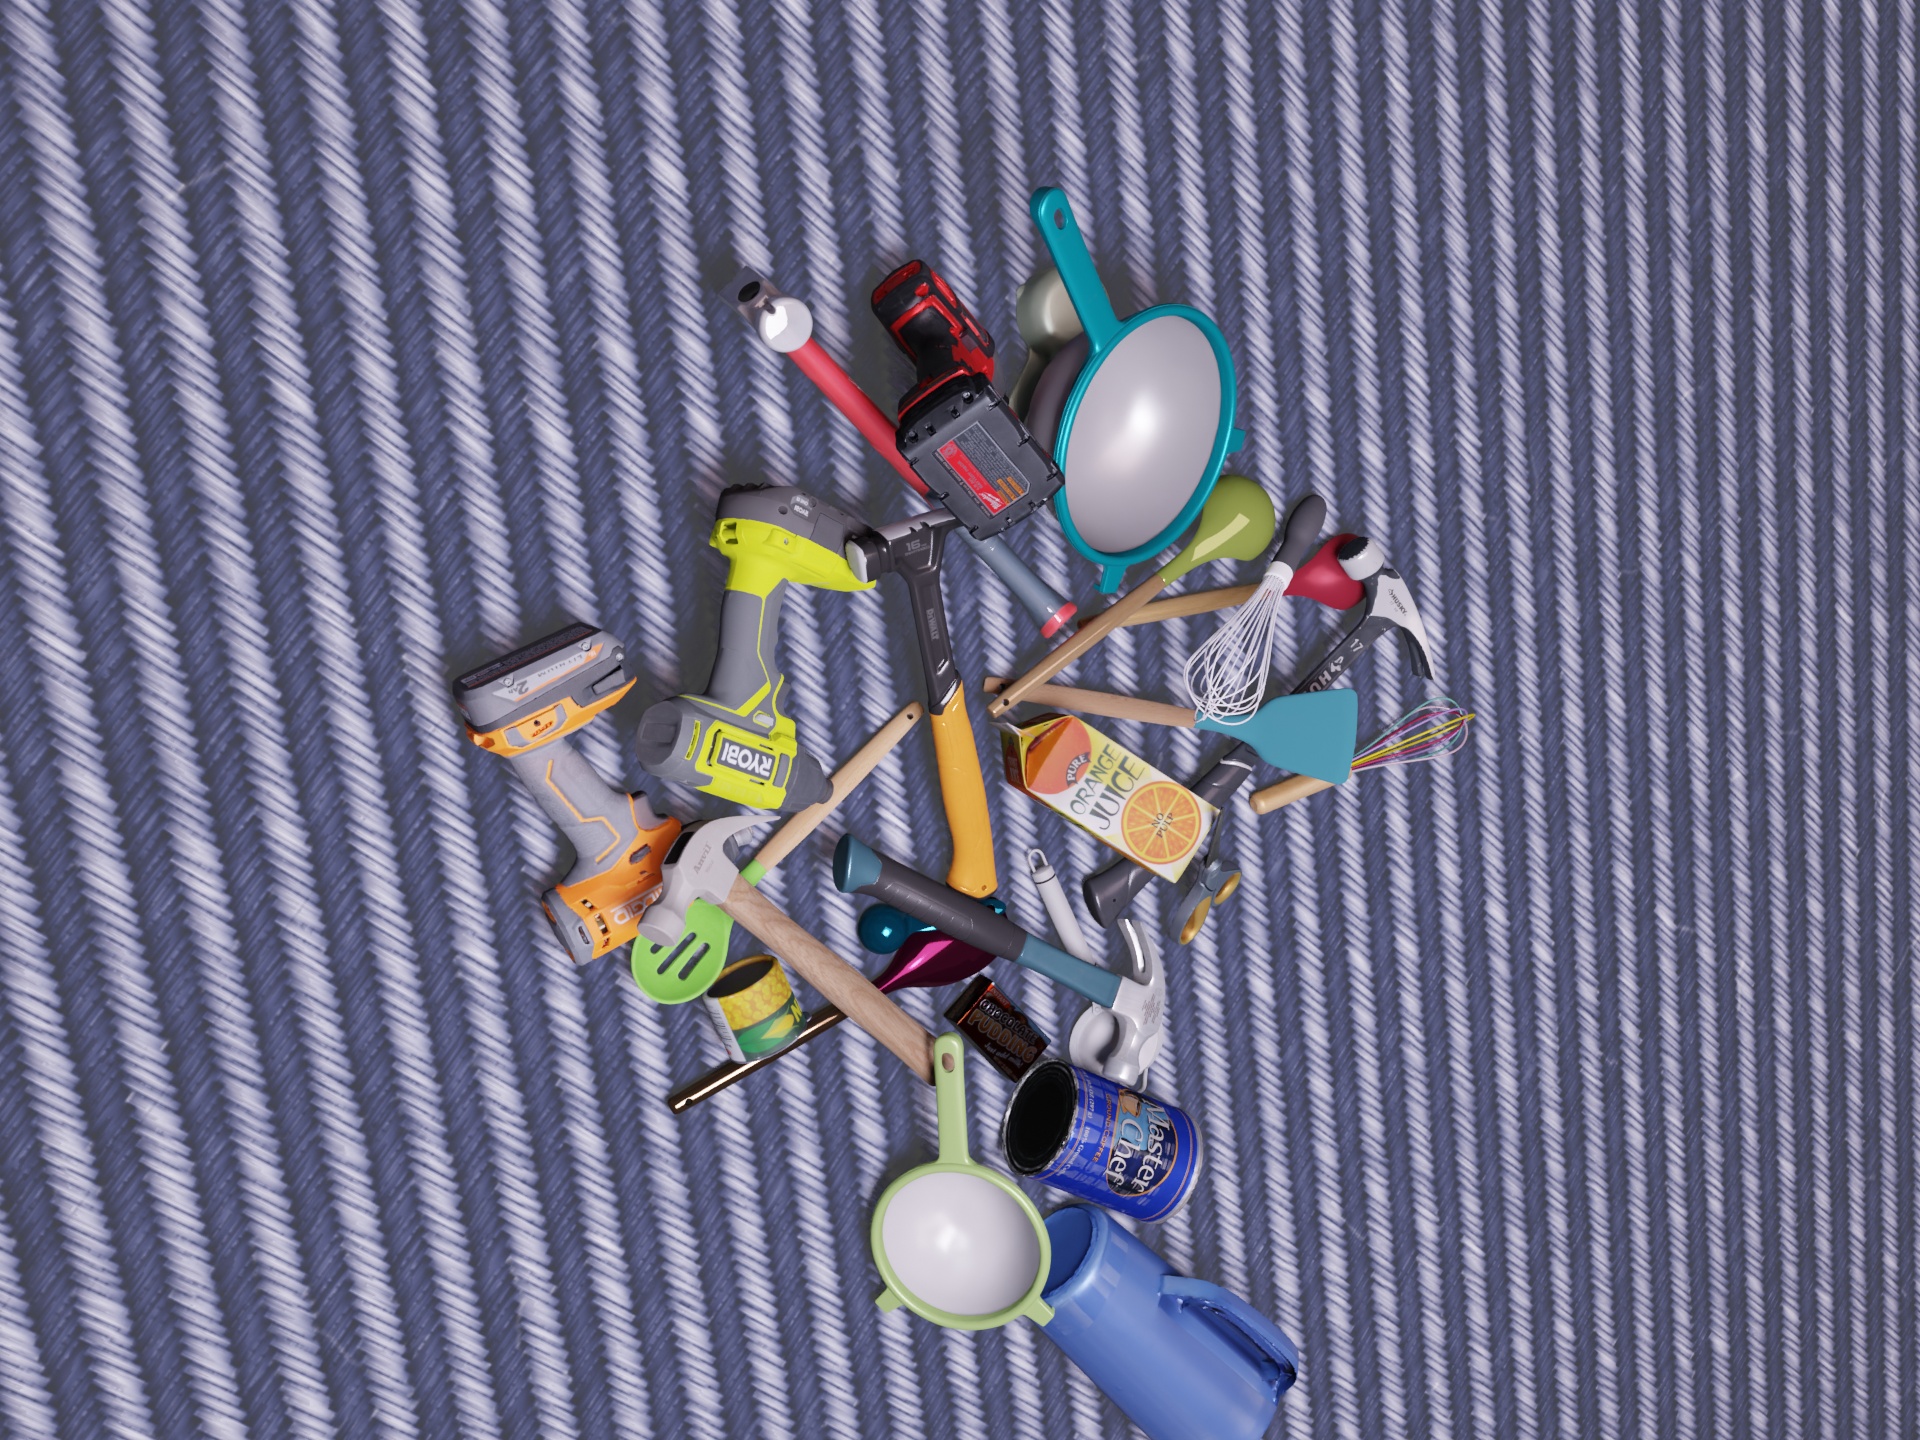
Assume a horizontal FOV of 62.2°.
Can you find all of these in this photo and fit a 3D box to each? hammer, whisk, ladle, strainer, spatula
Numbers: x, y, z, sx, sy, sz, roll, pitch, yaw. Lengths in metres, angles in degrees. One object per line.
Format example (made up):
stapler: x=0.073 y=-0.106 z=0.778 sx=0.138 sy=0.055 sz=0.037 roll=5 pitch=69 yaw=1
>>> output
hammer: x=-0.107 y=0.188 z=1.227 sx=0.331 sy=0.031 sz=0.130 roll=46 pitch=52 yaw=-35
whisk: x=0.374 y=0.034 z=1.468 sx=0.245 sy=0.047 sz=0.051 roll=-20 pitch=105 yaw=-18
ladle: x=0.143 y=-0.102 z=1.339 sx=0.320 sy=0.062 sz=0.078 roll=-38 pitch=100 yaw=-14
strainer: x=0.002 y=0.371 z=1.313 sx=0.151 sy=0.069 sz=0.256 roll=-1 pitch=101 yaw=13
hammer: x=-0.002 y=-0.004 z=1.249 sx=0.127 sy=0.034 sz=0.336 roll=-21 pitch=120 yaw=-21
spatula: x=0.175 y=-0.008 z=1.334 sx=0.317 sy=0.044 sz=0.082 roll=9 pitch=85 yaw=-10
strainer: x=0.097 y=-0.275 z=1.234 sx=0.211 sy=0.095 sz=0.340 roll=-48 pitch=137 yaw=-15
ladle: x=0.244 y=-0.112 z=1.401 sx=0.315 sy=0.031 sz=0.069 roll=-12 pitch=101 yaw=-21
hammer: x=0.259 y=0.029 z=1.402 sx=0.409 sy=0.036 sz=0.149 roll=-45 pitch=113 yaw=-8
hammer: x=-0.038 y=-0.198 z=1.235 sx=0.038 sy=0.143 sz=0.385 roll=-45 pitch=124 yaw=3
strainer: x=0.112 y=0.225 z=1.375 sx=0.087 sy=0.050 sz=0.258 roll=-26 pitch=103 yaw=-5
hammer: x=0.036 y=0.179 z=1.289 sx=0.330 sy=0.033 sz=0.128 roll=29 pitch=73 yaw=-25
whisk: x=0.258 y=-0.101 z=1.352 sx=0.070 sy=0.070 sz=0.285 roll=49 pitch=52 yaw=-21

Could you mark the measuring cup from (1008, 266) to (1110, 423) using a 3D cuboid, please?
measuring cup: x=0.069 y=-0.291 z=1.291 sx=0.083 sy=0.038 sz=0.167 roll=26 pitch=83 yaw=-25

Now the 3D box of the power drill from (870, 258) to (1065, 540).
power drill: x=0.003 y=-0.239 z=1.181 sx=0.078 sy=0.220 sz=0.143 roll=-33 pitch=129 yaw=16

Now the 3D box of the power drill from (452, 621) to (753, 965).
power drill: x=-0.256 y=0.046 z=1.165 sx=0.164 sy=0.084 sz=0.226 roll=-28 pitch=110 yaw=-21

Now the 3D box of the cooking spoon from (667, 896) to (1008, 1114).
cooking spoon: x=-0.093 y=0.233 z=1.293 sx=0.319 sy=0.017 sz=0.068 roll=-27 pitch=106 yaw=-20

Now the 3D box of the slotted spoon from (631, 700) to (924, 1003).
slotted spoon: x=-0.138 y=0.097 z=1.252 sx=0.070 sy=0.031 sz=0.314 roll=46 pitch=75 yaw=-8

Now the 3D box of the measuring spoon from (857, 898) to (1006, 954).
measuring spoon: x=-0.020 y=0.163 z=1.305 sx=0.128 sy=0.021 sz=0.042 roll=-8 pitch=84 yaw=-17

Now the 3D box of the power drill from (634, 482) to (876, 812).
power drill: x=-0.137 y=-0.048 z=1.176 sx=0.171 sy=0.080 sz=0.223 roll=24 pitch=77 yaw=-47
